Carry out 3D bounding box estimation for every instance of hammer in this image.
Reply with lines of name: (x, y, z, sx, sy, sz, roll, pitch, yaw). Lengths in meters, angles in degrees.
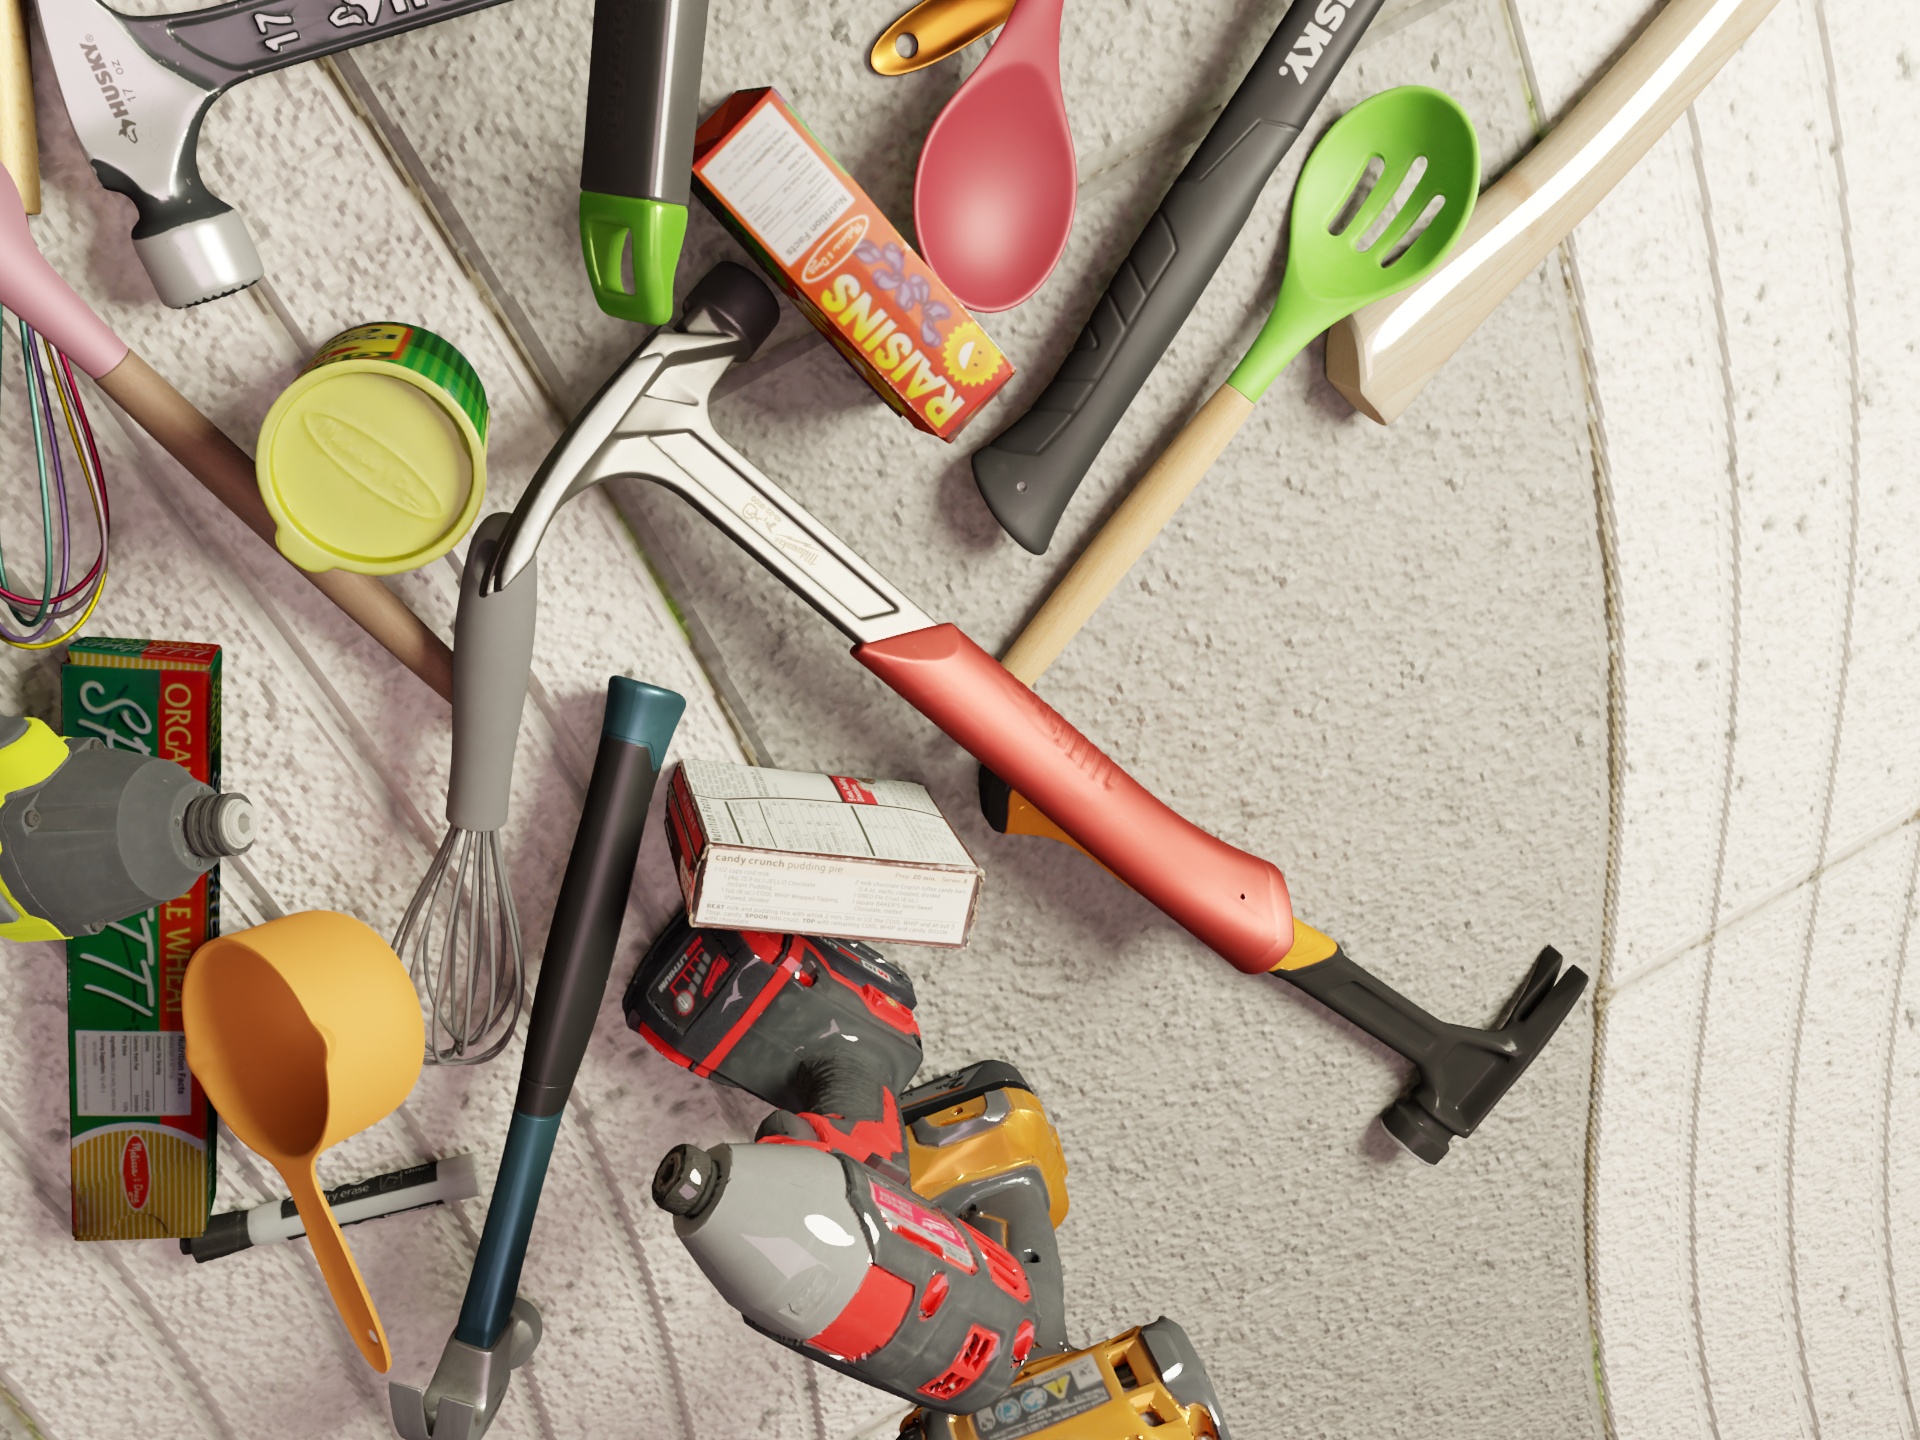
hammer: (-0.096, -0.272, 0.526, 0.409, 0.036, 0.149, -21, 114, -8)
hammer: (0.148, 0.093, 0.739, 0.336, 0.034, 0.127, 33, 100, -24)
hammer: (0.109, -0.207, 0.590, 0.146, 0.035, 0.334, 33, 105, 1)
hammer: (-0.165, 0.140, 0.639, 0.033, 0.128, 0.331, 16, 98, 0)
hammer: (-0.001, -0.002, 0.616, 0.358, 0.037, 0.149, 40, 70, -22)
hammer: (0.307, -0.277, 0.637, 0.146, 0.038, 0.410, 39, 97, -27)

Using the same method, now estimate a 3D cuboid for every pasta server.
pasta server: (-0.260, -0.098, 0.525, 0.060, 0.040, 0.315, -51, 131, -15)

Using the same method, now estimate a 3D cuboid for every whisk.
whisk: (-0.186, 0.034, 0.603, 0.055, 0.055, 0.238, 6, 114, -18)
whisk: (-0.307, -0.143, 0.518, 0.047, 0.051, 0.245, -7, 110, -36)

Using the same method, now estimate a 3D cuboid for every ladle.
ladle: (0.040, -0.292, 0.523, 0.069, 0.031, 0.315, -3, 123, -32)

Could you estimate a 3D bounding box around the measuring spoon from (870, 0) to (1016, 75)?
measuring spoon: (0.018, -0.266, 0.575, 0.117, 0.011, 0.021, -30, 117, 1)

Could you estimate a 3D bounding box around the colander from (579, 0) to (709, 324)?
colander: (-0.051, -0.315, 0.458, 0.094, 0.205, 0.397, -11, 115, -50)

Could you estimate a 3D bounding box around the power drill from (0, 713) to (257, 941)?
power drill: (-0.328, -0.028, 0.481, 0.171, 0.080, 0.223, -5, 124, 9)

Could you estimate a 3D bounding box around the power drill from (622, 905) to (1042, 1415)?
power drill: (-0.061, 0.150, 0.598, 0.143, 0.220, 0.078, 35, 98, -25)

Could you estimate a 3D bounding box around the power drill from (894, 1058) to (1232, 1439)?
power drill: (-0.013, 0.250, 0.648, 0.185, 0.226, 0.084, -20, 115, -7)

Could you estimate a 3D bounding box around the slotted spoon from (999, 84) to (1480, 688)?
slotted spoon: (0.095, -0.112, 0.642, 0.313, 0.070, 0.031, -52, 159, 12)

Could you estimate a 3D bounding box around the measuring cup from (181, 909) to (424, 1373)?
measuring cup: (-0.230, 0.155, 0.600, 0.095, 0.052, 0.173, -15, 97, 36)
